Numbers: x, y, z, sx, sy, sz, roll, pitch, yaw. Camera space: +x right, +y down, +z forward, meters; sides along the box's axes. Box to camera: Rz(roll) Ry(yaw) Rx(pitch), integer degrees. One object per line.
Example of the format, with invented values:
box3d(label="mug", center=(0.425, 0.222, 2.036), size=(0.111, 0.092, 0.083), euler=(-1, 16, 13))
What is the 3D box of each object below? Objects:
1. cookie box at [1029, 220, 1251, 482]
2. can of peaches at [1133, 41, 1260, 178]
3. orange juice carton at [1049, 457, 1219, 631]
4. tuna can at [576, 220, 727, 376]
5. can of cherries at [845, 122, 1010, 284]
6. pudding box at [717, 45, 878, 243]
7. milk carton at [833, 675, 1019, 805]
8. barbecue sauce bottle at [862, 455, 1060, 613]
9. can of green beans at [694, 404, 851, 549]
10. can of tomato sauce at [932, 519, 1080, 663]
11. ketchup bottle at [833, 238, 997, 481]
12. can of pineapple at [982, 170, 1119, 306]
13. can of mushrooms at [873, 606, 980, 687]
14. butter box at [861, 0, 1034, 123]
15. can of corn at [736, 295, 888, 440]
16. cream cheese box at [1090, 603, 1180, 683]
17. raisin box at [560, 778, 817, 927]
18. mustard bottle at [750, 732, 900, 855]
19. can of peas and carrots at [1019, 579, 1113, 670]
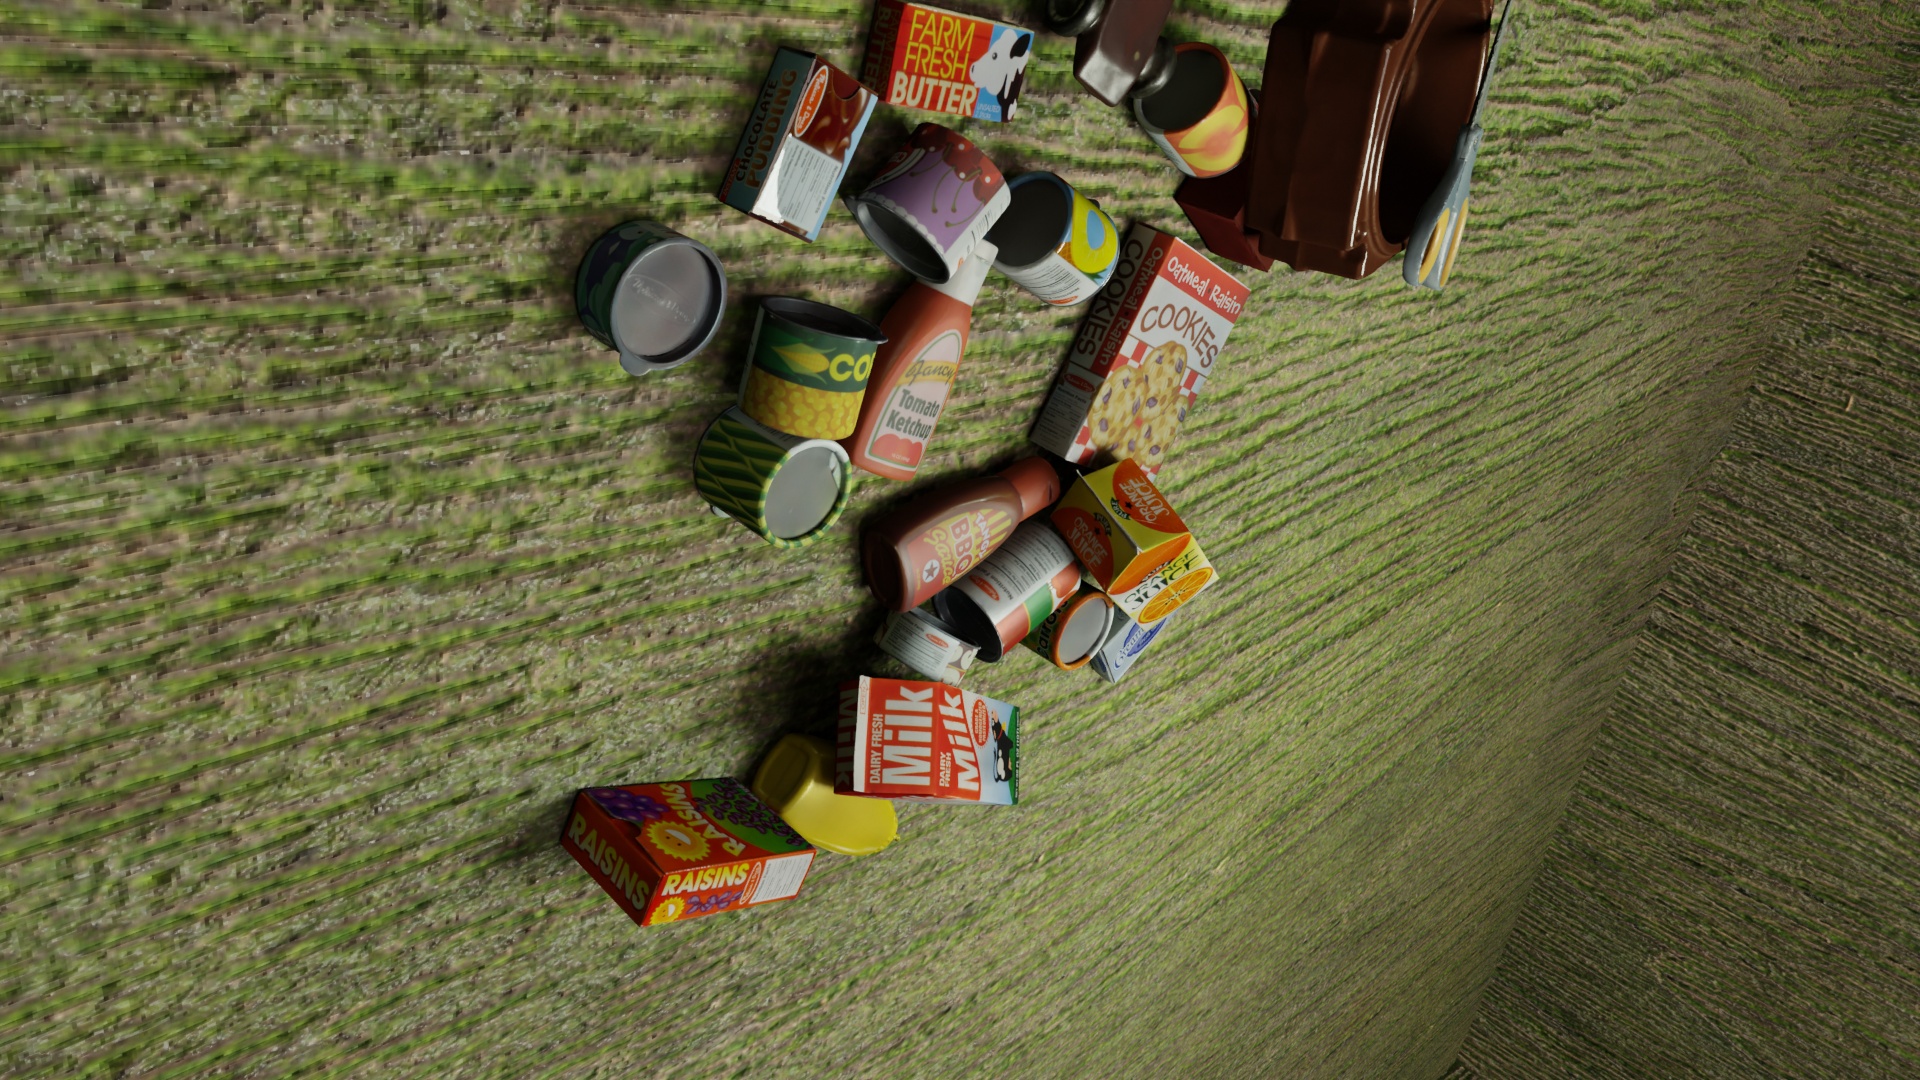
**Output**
box3d(label="cookie box", center=(0.130, -0.128, 0.991), size=(0.123, 0.040, 0.167), euler=(15, 104, -54))
box3d(label="can of peaches", center=(0.154, -0.277, 0.889), size=(0.058, 0.071, 0.071), euler=(26, 94, -54))
box3d(label="orange juice carton", center=(0.124, 0.001, 0.998), size=(0.073, 0.072, 0.192), euler=(-37, 158, 6))
box3d(label="tuna can", center=(-0.150, -0.116, 0.667), size=(0.071, 0.033, 0.070), euler=(-30, 135, -35))
box3d(label="can of cherries", center=(-0.017, -0.184, 0.753), size=(0.058, 0.071, 0.071), euler=(-53, 144, -10))
box3d(label="pudding box", center=(-0.081, -0.197, 0.695), size=(0.050, 0.030, 0.083), euler=(14, 103, -52))
box3d(label="milk carton", center=(-0.026, 0.135, 0.915), size=(0.190, 0.073, 0.072), euler=(28, 60, -64))
box3d(label="barbecue sauce bottle", center=(0.003, -0.012, 0.918), size=(0.149, 0.044, 0.064), euler=(-31, 134, -34))
box3d(label="can of green beans", center=(-0.102, -0.036, 0.760), size=(0.071, 0.058, 0.071), euler=(-30, 135, -34))
box3d(label="can of tomato sauce", center=(0.032, 0.035, 0.968), size=(0.083, 0.071, 0.070), euler=(-38, 140, -27))
box3d(label="ketchup bottle", center=(-0.025, -0.111, 0.813), size=(0.065, 0.043, 0.148), euler=(15, 102, -53))
box3d(label="can of pineapple", center=(0.054, -0.183, 0.838), size=(0.058, 0.071, 0.071), euler=(21, 98, -54))
box3d(label="can of mushrooms", center=(-0.022, 0.068, 0.925), size=(0.071, 0.071, 0.033), euler=(27, 93, -54))
box3d(label="butter box", center=(-0.007, -0.257, 0.747), size=(0.104, 0.024, 0.053), euler=(-11, 122, -47))
box3d(label="can of corn", center=(-0.079, -0.091, 0.738), size=(0.071, 0.071, 0.058), euler=(-6, 120, -48))
box3d(label="cream cheese box", center=(0.147, 0.066, 1.163), size=(0.104, 0.024, 0.053), euler=(-46, 142, -18))
box3d(label="raisin box", center=(-0.159, 0.181, 0.822), size=(0.123, 0.086, 0.040), euler=(7, 111, -52))
box3d(label="mustard bottle", center=(-0.082, 0.183, 0.949), size=(0.065, 0.049, 0.159), euler=(-57, 145, -12))
box3d(label="can of peas and carrots", center=(0.070, 0.056, 1.033), size=(0.071, 0.059, 0.070), euler=(-30, 135, -35))
